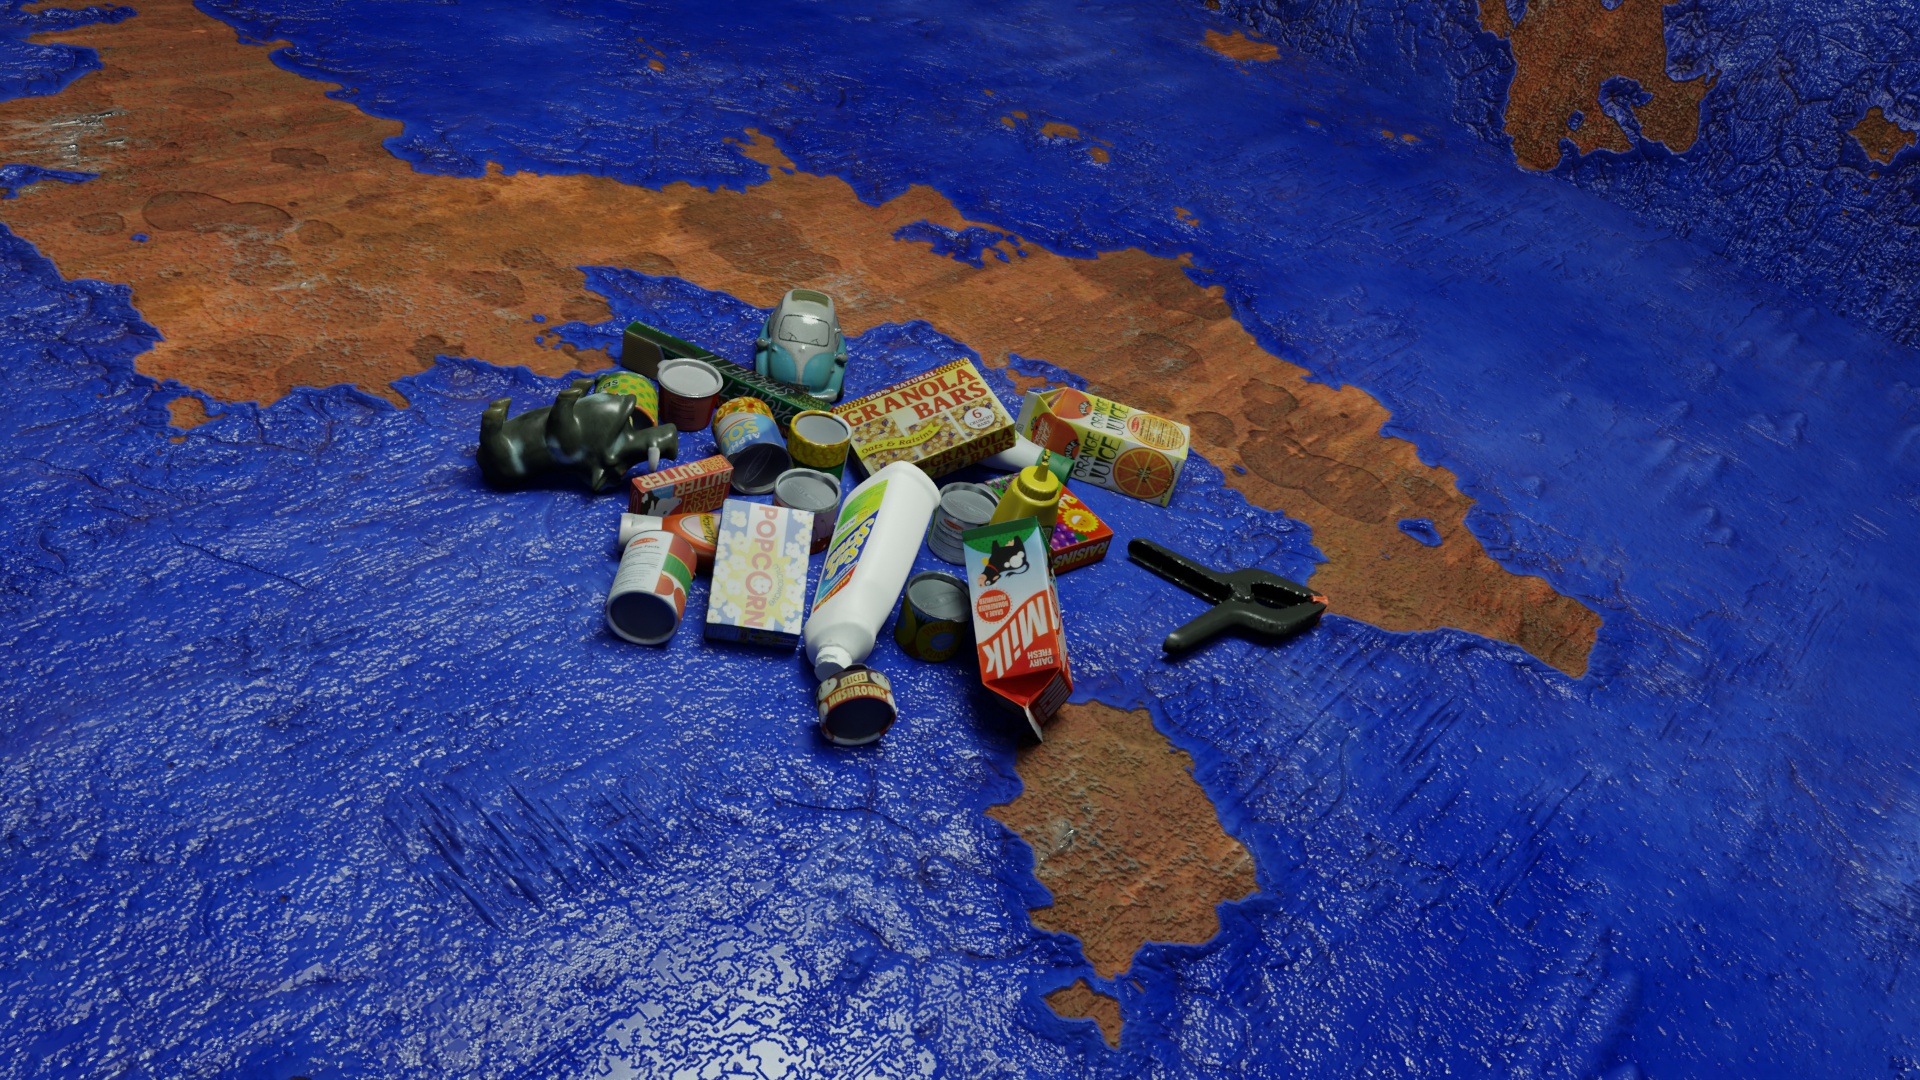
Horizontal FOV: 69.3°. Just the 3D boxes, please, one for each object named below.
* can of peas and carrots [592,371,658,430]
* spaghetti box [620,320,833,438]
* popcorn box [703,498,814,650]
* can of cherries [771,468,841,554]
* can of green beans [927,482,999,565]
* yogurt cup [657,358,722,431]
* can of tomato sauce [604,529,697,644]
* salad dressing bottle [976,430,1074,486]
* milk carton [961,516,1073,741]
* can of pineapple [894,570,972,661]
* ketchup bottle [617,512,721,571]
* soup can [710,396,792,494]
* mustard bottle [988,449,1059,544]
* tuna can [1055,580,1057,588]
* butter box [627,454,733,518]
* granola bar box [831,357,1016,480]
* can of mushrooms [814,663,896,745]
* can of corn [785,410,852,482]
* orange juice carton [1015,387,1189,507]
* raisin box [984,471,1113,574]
[{"bbox_3d":[-0.344,-0.131,1.418,0.071,0.070,0.059,4,39,-16],"label":"can of peas and carrots"},{"bbox_3d":[-0.256,-0.170,1.516,0.250,0.049,0.029,24,40,9],"label":"spaghetti box"},{"bbox_3d":[-0.182,0.030,1.263,0.085,0.038,0.127,9,63,-11],"label":"popcorn box"},{"bbox_3d":[-0.152,-0.029,1.371,0.071,0.058,0.072,10,37,-7],"label":"can of cherries"},{"bbox_3d":[0.004,-0.017,1.414,0.071,0.057,0.071,10,38,-8],"label":"can of green beans"},{"bbox_3d":[-0.290,-0.153,1.478,0.072,0.053,0.073,10,38,-8],"label":"yogurt cup"},{"bbox_3d":[-0.273,0.043,1.232,0.071,0.070,0.083,11,38,-7],"label":"can of tomato sauce"},{"bbox_3d":[0.054,-0.101,1.550,0.148,0.043,0.064,24,41,9],"label":"salad dressing bottle"},{"bbox_3d":[0.054,0.082,1.250,0.073,0.072,0.191,-12,65,9],"label":"milk carton"},{"bbox_3d":[-0.024,0.072,1.292,0.071,0.057,0.071,10,38,-8],"label":"can of pineapple"},{"bbox_3d":[-0.246,0.001,1.311,0.149,0.043,0.065,6,42,-13],"label":"ketchup bottle"},{"bbox_3d":[-0.218,-0.099,1.425,0.071,0.071,0.084,-3,41,-24],"label":"soup can"},{"bbox_3d":[0.064,-0.023,1.361,0.065,0.159,0.049,-12,47,-31],"label":"mustard bottle"},{"bbox_3d":[0.066,0.049,1.344,0.033,0.070,0.071,-1,41,-24],"label":"tuna can"},{"bbox_3d":[-0.273,-0.046,1.351,0.104,0.052,0.024,-20,52,-38],"label":"butter box"},{"bbox_3d":[-0.040,-0.122,1.502,0.166,0.038,0.124,-22,50,-13],"label":"granola bar box"},{"bbox_3d":[-0.088,0.139,1.173,0.071,0.070,0.033,2,41,-18],"label":"can of mushrooms"},{"bbox_3d":[-0.152,-0.095,1.453,0.071,0.058,0.071,11,37,-8],"label":"can of corn"},{"bbox_3d":[0.157,-0.113,1.581,0.193,0.071,0.073,18,37,2],"label":"orange juice carton"},{"bbox_3d":[0.089,-0.021,1.467,0.086,0.039,0.124,-15,46,-36],"label":"raisin box"}]
